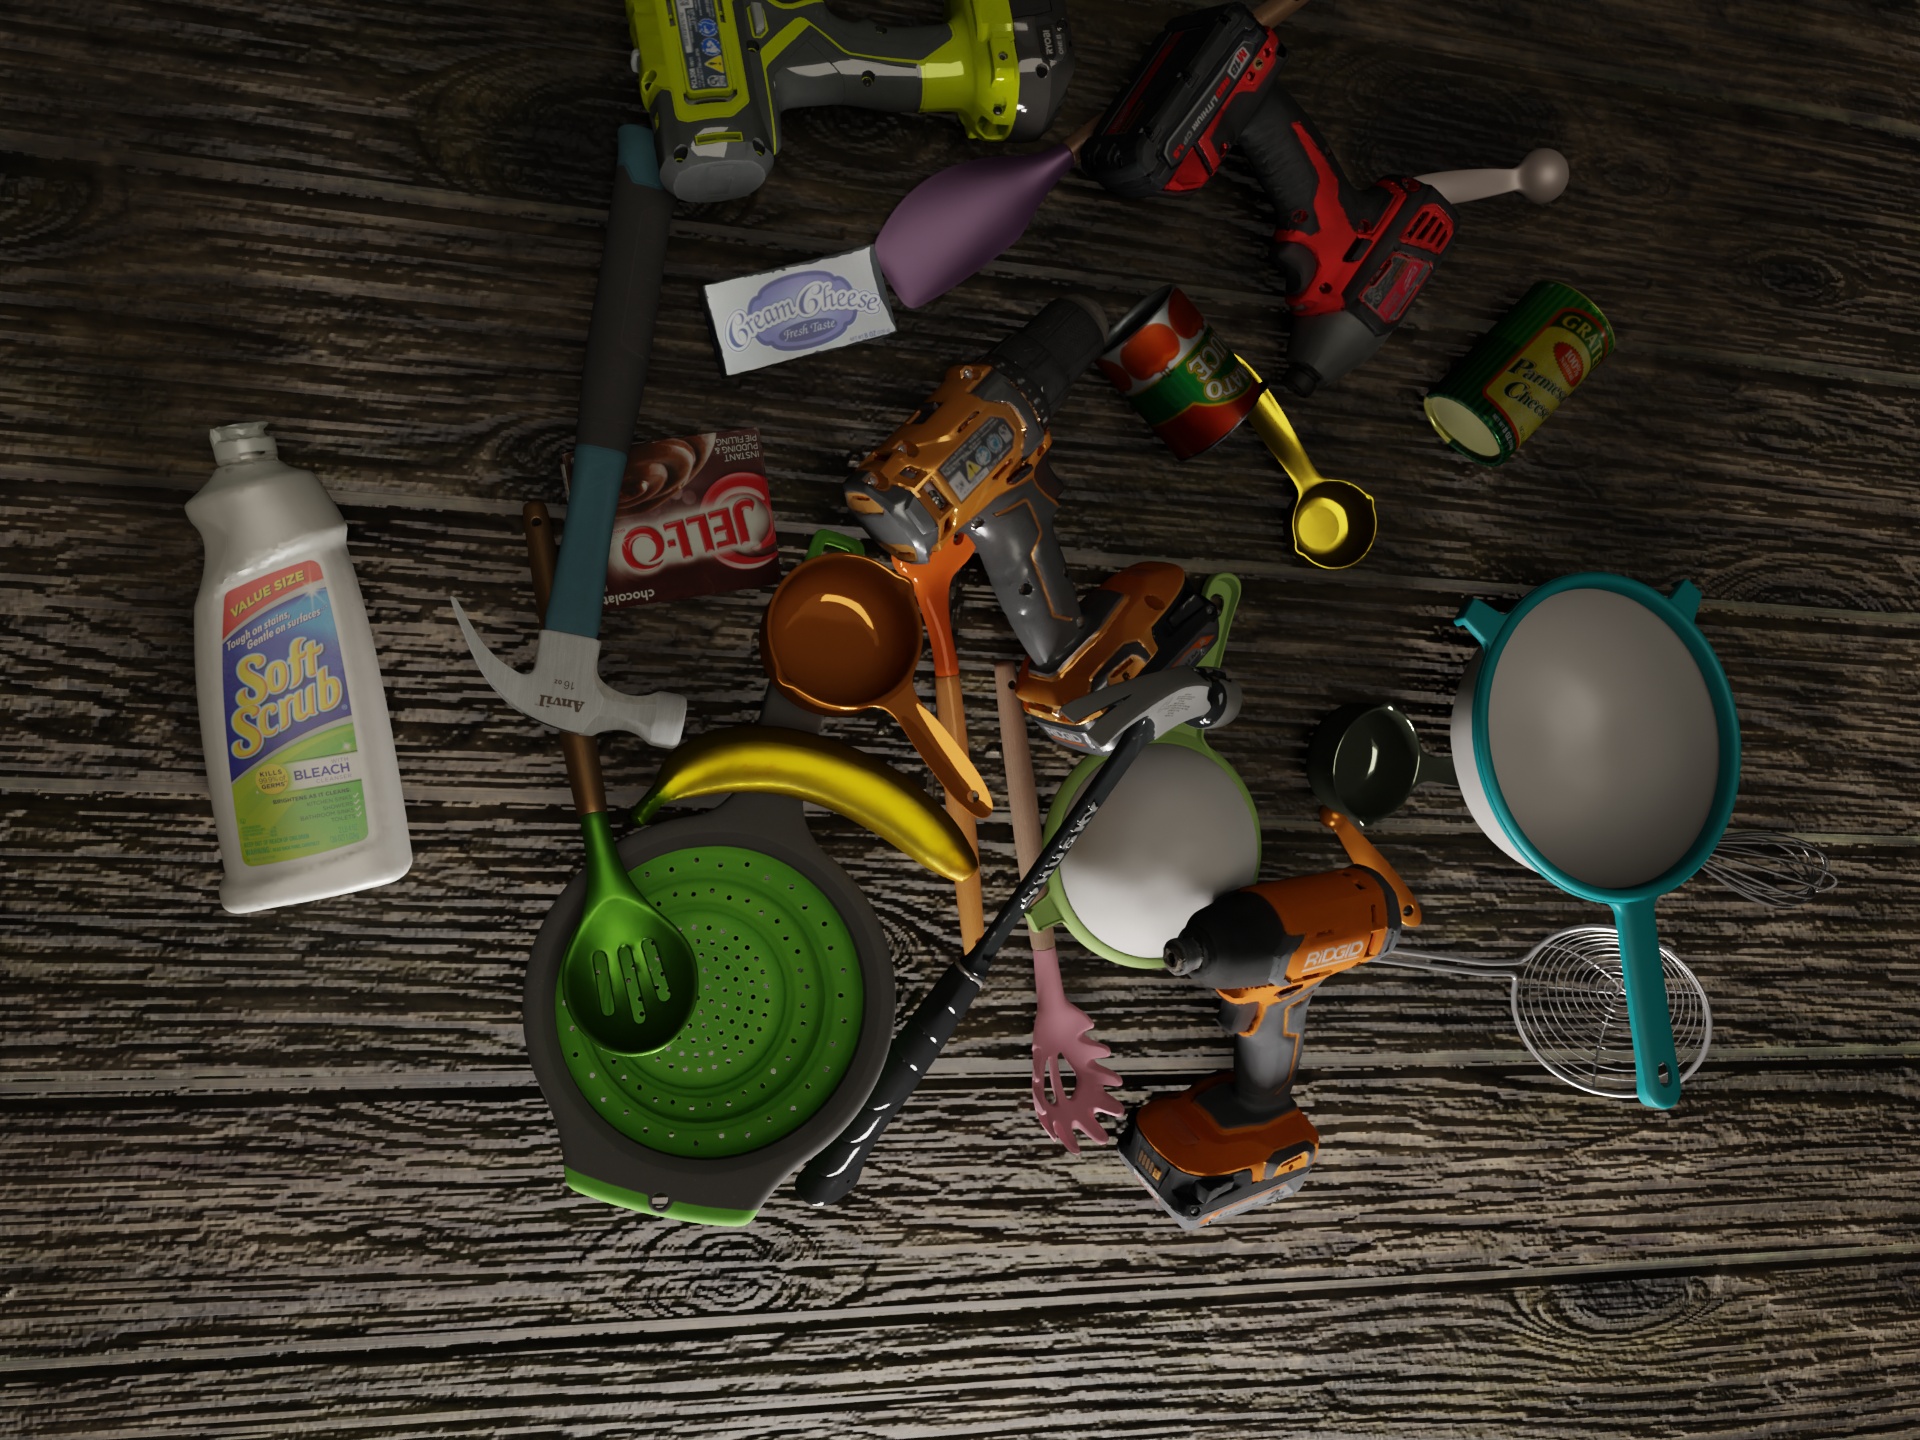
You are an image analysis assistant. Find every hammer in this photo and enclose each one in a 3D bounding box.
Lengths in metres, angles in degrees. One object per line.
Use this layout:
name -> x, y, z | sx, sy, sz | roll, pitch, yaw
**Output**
hammer -> -0.189, -0.157, 0.853 | 0.128, 0.033, 0.331 | 10, 83, -15
hammer -> 0.013, 0.135, 0.922 | 0.036, 0.149, 0.409 | 43, 112, 24

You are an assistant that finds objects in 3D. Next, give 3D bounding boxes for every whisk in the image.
whisk -> 0.513, 0.089, 1.122 | 0.239, 0.055, 0.055 | 14, 96, -14

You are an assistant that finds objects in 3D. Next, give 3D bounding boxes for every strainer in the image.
strainer -> 0.405, 0.077, 1.039 | 0.211, 0.095, 0.340 | -6, 87, -22
strainer -> 0.144, 0.031, 0.982 | 0.151, 0.069, 0.256 | 16, 87, -17

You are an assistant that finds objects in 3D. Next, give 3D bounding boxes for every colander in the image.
colander -> -0.127, 0.083, 0.931 | 0.204, 0.094, 0.397 | 17, 77, -13

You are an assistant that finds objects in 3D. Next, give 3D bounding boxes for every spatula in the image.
spatula -> 0.083, -0.351, 0.941 | 0.316, 0.018, 0.059 | -35, 108, -6
spatula -> -0.002, -0.003, 0.965 | 0.081, 0.041, 0.322 | -13, 105, -30

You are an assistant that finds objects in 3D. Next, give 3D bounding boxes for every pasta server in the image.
pasta server -> 0.053, 0.118, 1.004 | 0.060, 0.040, 0.316 | -13, 102, -26

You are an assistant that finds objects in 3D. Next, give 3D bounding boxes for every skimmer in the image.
skimmer -> 0.319, 0.176, 1.056 | 0.363, 0.090, 0.127 | 10, 117, -14

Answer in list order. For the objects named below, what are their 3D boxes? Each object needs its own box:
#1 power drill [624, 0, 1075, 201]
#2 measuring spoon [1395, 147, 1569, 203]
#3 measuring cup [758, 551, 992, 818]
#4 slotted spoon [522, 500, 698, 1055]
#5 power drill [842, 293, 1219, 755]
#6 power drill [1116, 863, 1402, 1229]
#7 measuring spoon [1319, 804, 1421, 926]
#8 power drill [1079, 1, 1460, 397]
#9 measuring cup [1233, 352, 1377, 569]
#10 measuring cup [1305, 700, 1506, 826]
power drill -> -0.067, -0.388, 0.856 | 0.228, 0.080, 0.190 | -9, 86, -13
measuring spoon -> 0.334, -0.342, 1.011 | 0.124, 0.018, 0.034 | -11, 102, -13
measuring cup -> -0.044, -0.012, 0.894 | 0.095, 0.052, 0.173 | -39, 95, -19
slotted spoon -> -0.201, 0.026, 0.861 | 0.070, 0.031, 0.314 | -12, 77, -13
power drill -> 0.060, -0.114, 0.921 | 0.185, 0.084, 0.226 | -48, 119, -16
power drill -> 0.171, 0.199, 0.980 | 0.164, 0.084, 0.226 | -6, 120, -33
measuring spoon -> 0.280, 0.099, 1.075 | 0.021, 0.011, 0.116 | -42, 107, -5
power drill -> 0.185, -0.300, 0.941 | 0.219, 0.079, 0.143 | 33, 93, -27
measuring cup -> 0.206, -0.165, 1.009 | 0.062, 0.029, 0.156 | -35, 95, -7
measuring cup -> 0.298, 0.029, 1.062 | 0.167, 0.038, 0.083 | 5, 97, -33
